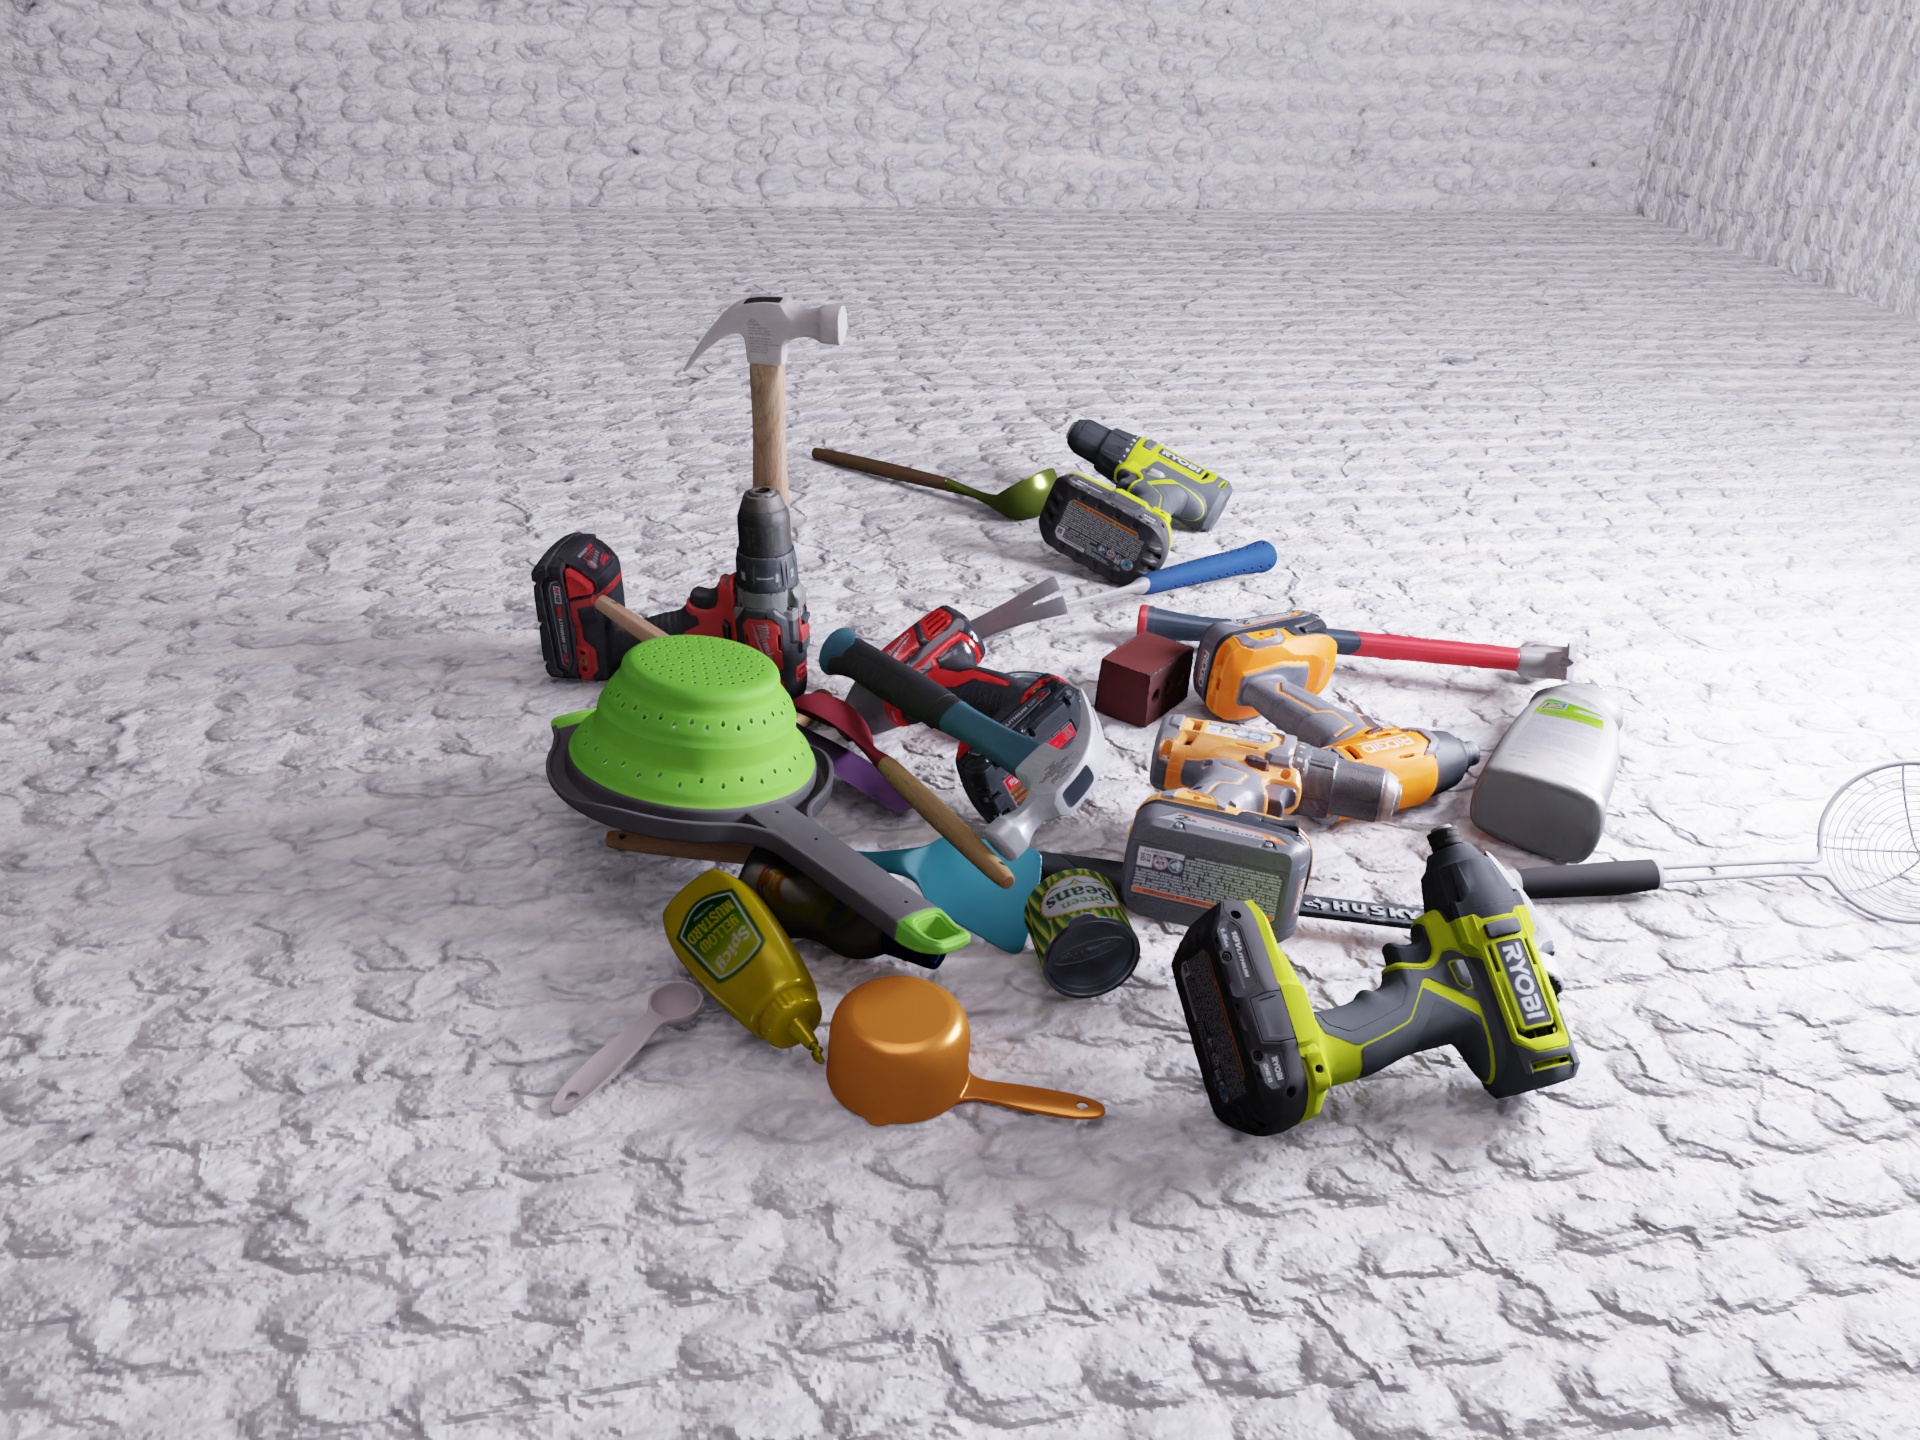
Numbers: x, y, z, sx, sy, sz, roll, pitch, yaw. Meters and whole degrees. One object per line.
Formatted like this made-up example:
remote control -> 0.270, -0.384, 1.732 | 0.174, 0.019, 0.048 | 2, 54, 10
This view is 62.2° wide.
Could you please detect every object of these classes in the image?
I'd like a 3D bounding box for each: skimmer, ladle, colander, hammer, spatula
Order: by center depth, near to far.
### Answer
colander -> -0.132, 0.031, 1.080 | 0.204, 0.094, 0.397 | -14, 32, -42
spatula -> -0.104, 0.104, 1.131 | 0.317, 0.044, 0.082 | 4, 58, 15
hammer -> 0.209, 0.124, 1.137 | 0.409, 0.036, 0.149 | 7, 29, 6
ladle -> -0.044, 0.044, 1.155 | 0.069, 0.031, 0.316 | 25, 9, -37
skimmer -> 0.582, 0.098, 1.172 | 0.363, 0.090, 0.127 | -3, 62, -7
hammer -> -0.014, -0.006, 1.192 | 0.128, 0.033, 0.331 | -42, 38, -14
spatula -> -0.166, -0.015, 1.266 | 0.316, 0.018, 0.060 | 33, 19, 13
hammer -> -0.162, -0.192, 1.339 | 0.130, 0.331, 0.031 | 7, 31, 6
hammer -> 0.353, -0.071, 1.447 | 0.386, 0.038, 0.143 | 6, 3, 9
hammer -> 0.169, -0.127, 1.518 | 0.405, 0.035, 0.144 | -17, -4, -40
ladle -> -0.035, -0.283, 1.791 | 0.320, 0.062, 0.078 | 18, 23, 27

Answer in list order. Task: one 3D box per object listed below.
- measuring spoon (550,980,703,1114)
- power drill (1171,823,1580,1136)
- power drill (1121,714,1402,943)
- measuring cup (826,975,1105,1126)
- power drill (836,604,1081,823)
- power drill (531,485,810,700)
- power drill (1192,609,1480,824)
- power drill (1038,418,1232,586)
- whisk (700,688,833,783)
measuring spoon -> -0.204, 0.203, 0.974 | 0.034, 0.018, 0.124 | 21, 41, 27
power drill -> 0.253, 0.159, 0.980 | 0.223, 0.080, 0.171 | -8, 69, -17
power drill -> 0.215, 0.070, 1.125 | 0.185, 0.084, 0.226 | 12, 24, 12
measuring cup -> 0.003, 0.202, 0.957 | 0.173, 0.052, 0.095 | 9, 30, 12
power drill -> -0.002, -0.004, 1.269 | 0.143, 0.078, 0.220 | -40, 40, -14
power drill -> -0.239, -0.110, 1.341 | 0.227, 0.187, 0.080 | 5, 29, 10
power drill -> 0.314, -0.004, 1.330 | 0.164, 0.084, 0.227 | -10, 37, -23
power drill -> 0.171, -0.241, 1.688 | 0.190, 0.080, 0.228 | 30, 35, 9
whisk -> -0.164, 0.028, 1.256 | 0.047, 0.051, 0.245 | 26, 30, 15
